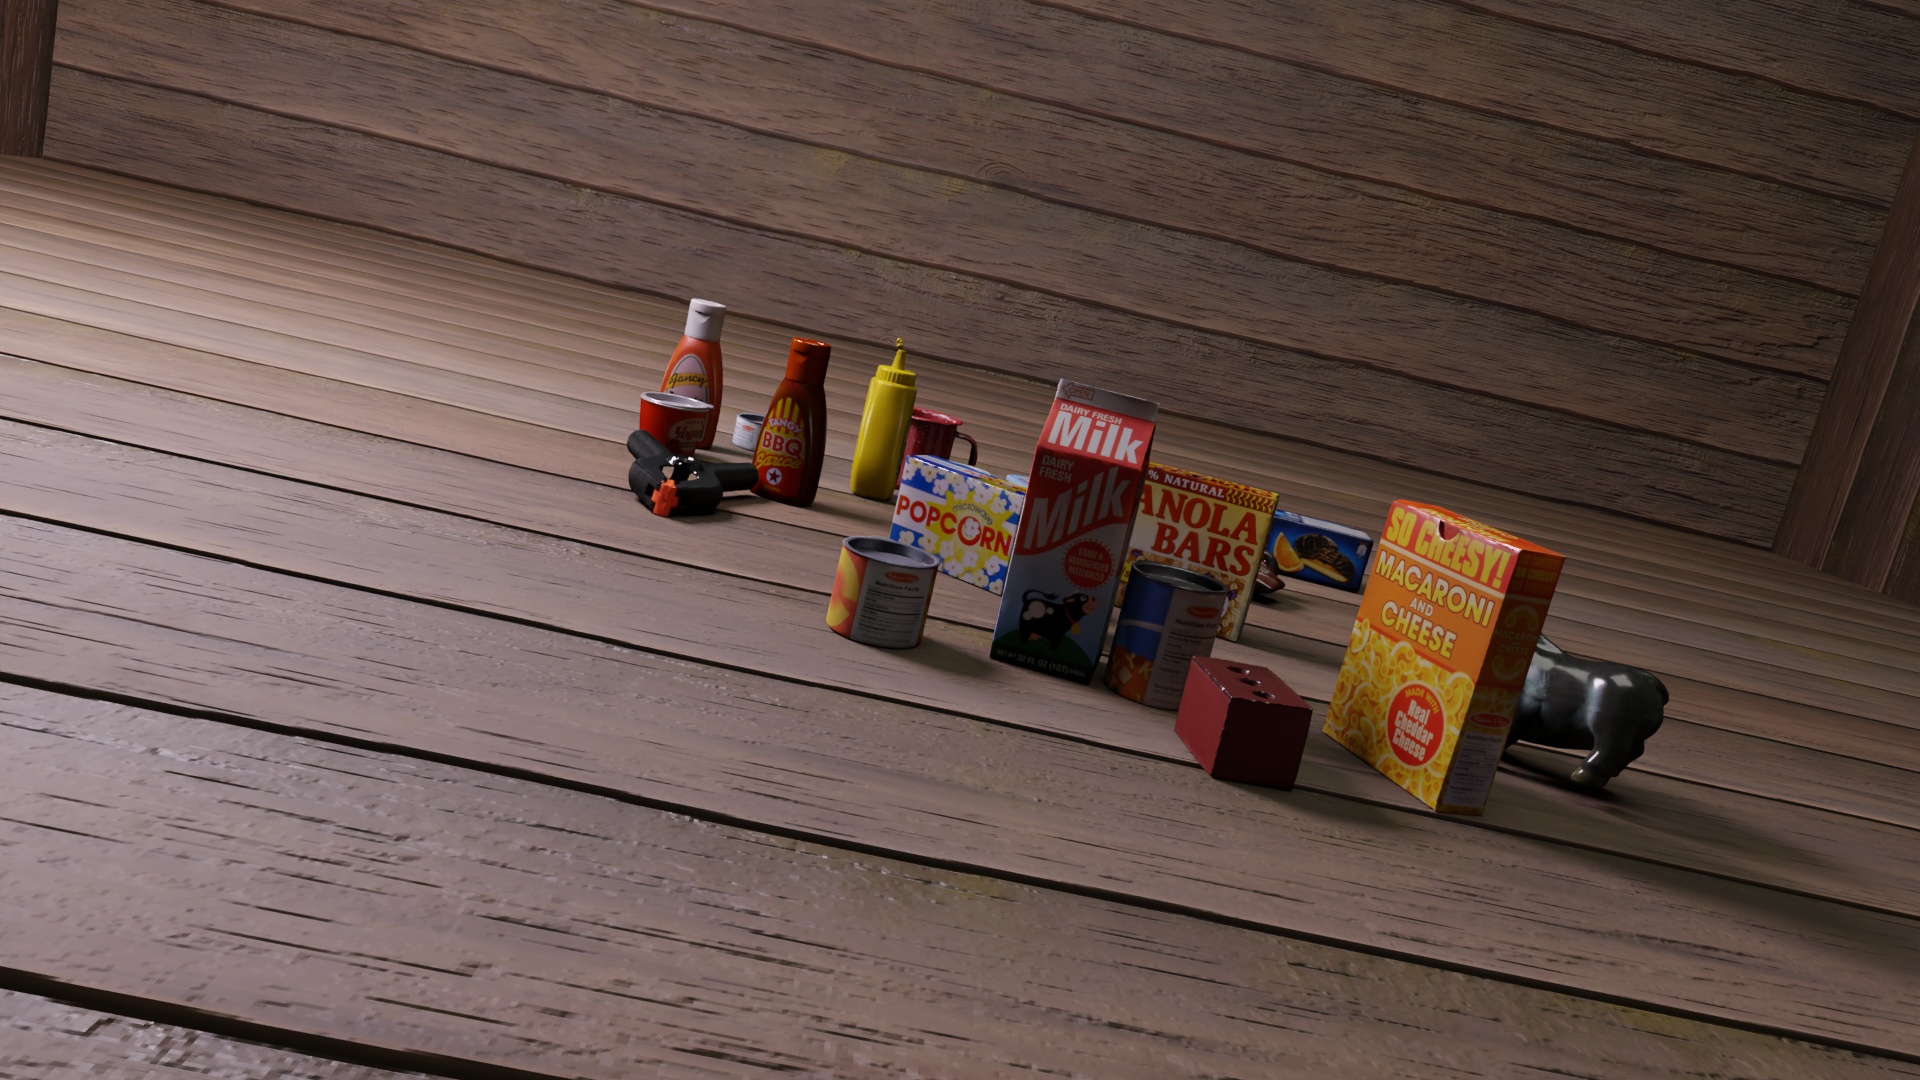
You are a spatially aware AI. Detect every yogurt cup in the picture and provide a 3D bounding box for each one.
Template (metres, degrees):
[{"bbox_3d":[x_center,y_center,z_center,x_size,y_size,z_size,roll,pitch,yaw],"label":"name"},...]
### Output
[{"bbox_3d":[-0.287,-0.114,1.375,0.072,0.053,0.072,13,11,-2],"label":"yogurt cup"}]

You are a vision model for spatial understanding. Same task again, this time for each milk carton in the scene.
[{"bbox_3d":[0.079,-0.009,0.942,0.072,0.190,0.073,15,11,9],"label":"milk carton"}]

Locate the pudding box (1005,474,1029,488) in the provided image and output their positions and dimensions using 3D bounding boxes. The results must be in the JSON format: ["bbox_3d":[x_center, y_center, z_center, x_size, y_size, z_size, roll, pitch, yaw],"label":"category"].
[{"bbox_3d":[0.068,-0.033,1.394,0.030,0.049,0.084,9,12,-20],"label":"pudding box"}]

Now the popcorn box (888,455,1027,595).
[{"bbox_3d":[0.004,-0.014,1.147,0.127,0.085,0.038,21,13,34],"label":"popcorn box"}]

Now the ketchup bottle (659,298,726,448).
[{"bbox_3d":[-0.274,-0.173,1.435,0.065,0.148,0.043,14,11,3],"label":"ketchup bottle"}]

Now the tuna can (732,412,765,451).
[{"bbox_3d":[-0.213,-0.116,1.520,0.071,0.032,0.071,13,11,-2],"label":"tuna can"}]

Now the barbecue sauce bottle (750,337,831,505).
[{"bbox_3d":[-0.151,-0.110,1.273,0.065,0.148,0.044,17,12,20],"label":"barbecue sauce bottle"}]

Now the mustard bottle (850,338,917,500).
[{"bbox_3d":[-0.073,-0.122,1.387,0.049,0.159,0.065,12,11,-4],"label":"mustard bottle"}]

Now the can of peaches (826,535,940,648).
[{"bbox_3d":[-0.052,0.034,0.924,0.071,0.058,0.071,13,11,-2],"label":"can of peaches"}]

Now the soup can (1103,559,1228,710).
[{"bbox_3d":[0.135,0.062,0.931,0.071,0.083,0.071,13,11,-2],"label":"soup can"}]

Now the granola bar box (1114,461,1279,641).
[{"bbox_3d":[0.169,0.000,1.163,0.166,0.124,0.039,17,11,17],"label":"granola bar box"}]

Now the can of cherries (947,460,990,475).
[{"bbox_3d":[-0.008,-0.042,1.330,0.071,0.058,0.071,13,11,-2],"label":"can of cherries"}]

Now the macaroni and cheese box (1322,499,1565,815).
[{"bbox_3d":[0.299,0.069,0.873,0.040,0.166,0.124,9,12,-22],"label":"macaroni and cheese box"}]
